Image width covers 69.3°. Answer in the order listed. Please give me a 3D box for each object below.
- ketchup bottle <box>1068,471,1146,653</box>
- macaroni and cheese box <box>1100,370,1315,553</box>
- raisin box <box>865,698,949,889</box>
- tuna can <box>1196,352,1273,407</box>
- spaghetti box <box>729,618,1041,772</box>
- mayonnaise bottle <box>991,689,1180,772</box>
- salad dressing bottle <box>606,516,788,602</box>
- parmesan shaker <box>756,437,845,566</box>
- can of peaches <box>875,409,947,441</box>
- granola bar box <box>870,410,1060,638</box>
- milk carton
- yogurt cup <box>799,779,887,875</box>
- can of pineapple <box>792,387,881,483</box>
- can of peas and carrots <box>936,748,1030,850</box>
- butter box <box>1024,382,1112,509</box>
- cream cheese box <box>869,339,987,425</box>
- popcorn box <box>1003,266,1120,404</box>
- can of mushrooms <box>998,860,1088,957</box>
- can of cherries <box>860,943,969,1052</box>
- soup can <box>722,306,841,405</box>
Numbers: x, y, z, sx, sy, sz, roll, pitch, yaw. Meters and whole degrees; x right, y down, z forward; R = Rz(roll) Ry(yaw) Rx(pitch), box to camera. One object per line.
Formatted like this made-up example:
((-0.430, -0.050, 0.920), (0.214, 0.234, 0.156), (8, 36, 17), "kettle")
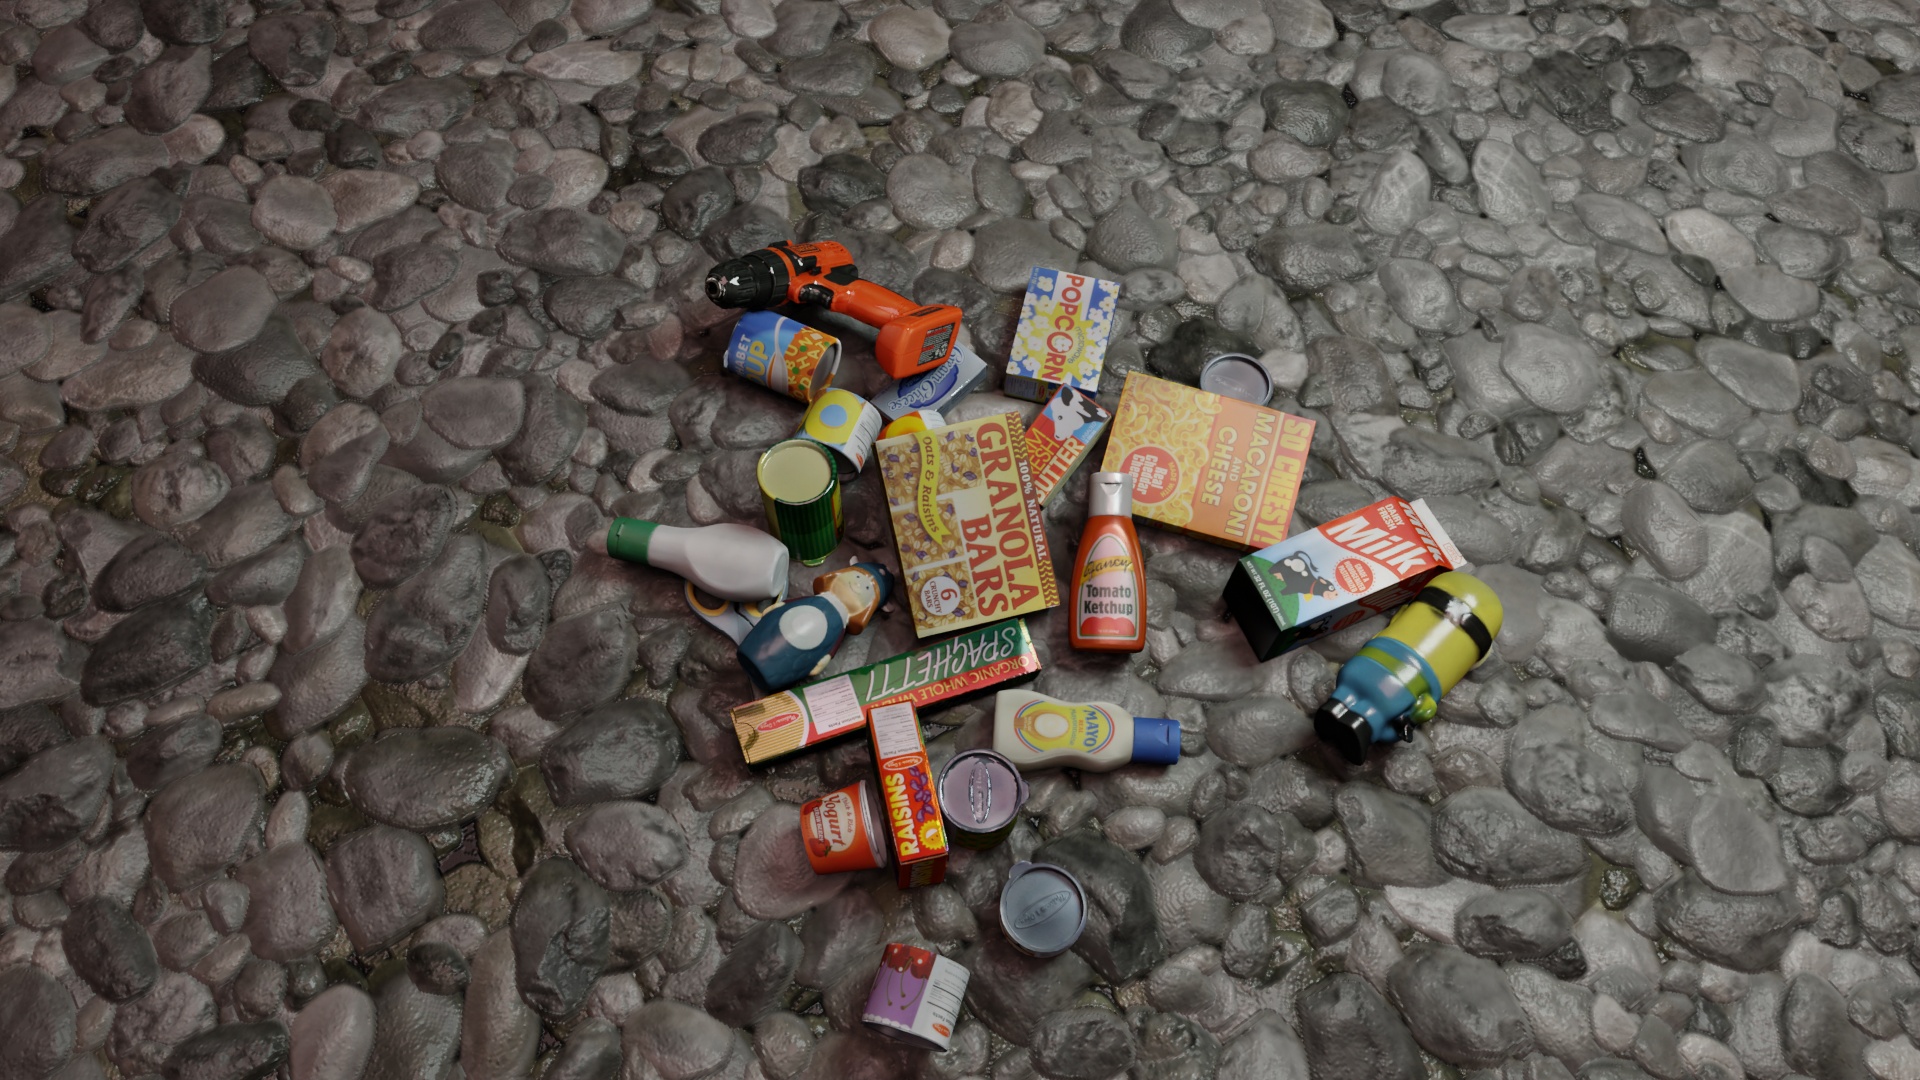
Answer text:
((0.123, 0.019, 1.156), (0.065, 0.043, 0.149), (2, 80, 5), "ketchup bottle")
((0.210, -0.065, 1.206), (0.166, 0.040, 0.124), (16, 82, 6), "macaroni and cheese box")
((-0.041, 0.195, 1.061), (0.040, 0.085, 0.124), (-10, 64, -9), "raisin box")
((0.247, -0.133, 1.261), (0.071, 0.032, 0.071), (0, 63, -1), "tuna can")
((-0.058, 0.123, 1.120), (0.251, 0.028, 0.050), (-17, 68, -13), "spaghetti box")
((0.100, 0.155, 1.109), (0.148, 0.041, 0.065), (4, 62, 1), "mayonnaise bottle")
((-0.219, 0.011, 1.157), (0.148, 0.043, 0.064), (12, 66, 9), "salad dressing bottle")
((-0.131, -0.031, 1.163), (0.071, 0.102, 0.071), (1, 64, -1), "parmesan shaker")
((-0.036, -0.071, 1.206), (0.071, 0.071, 0.058), (-22, 66, -12), "can of peaches")
((0.004, -0.014, 1.151), (0.124, 0.039, 0.165), (-13, 95, -8), "granola bar box")
((0.324, 0.025, 1.161), (0.191, 0.073, 0.072), (-22, 66, -12), "milk carton")
((-0.090, 0.222, 1.061), (0.054, 0.072, 0.072), (-15, 65, 1), "yogurt cup")
((-0.111, -0.092, 1.215), (0.071, 0.070, 0.058), (19, 64, 8), "can of pineapple")
((0.017, 0.201, 1.075), (0.071, 0.058, 0.071), (1, 64, -2), "can of peas and carrots")
((0.082, -0.083, 1.219), (0.053, 0.024, 0.103), (37, 89, 15), "butter box")
((-0.028, -0.138, 1.263), (0.053, 0.024, 0.104), (40, 69, 15), "cream cheese box")
((0.094, -0.187, 1.282), (0.085, 0.038, 0.127), (13, 64, 4), "popcorn box")
((0.061, 0.278, 1.051), (0.071, 0.033, 0.071), (0, 64, -1), "can of mushrooms")
((-0.035, 0.330, 1.006), (0.071, 0.071, 0.058), (16, 64, 7), "can of cherries")
((-0.160, -0.165, 1.249), (0.084, 0.071, 0.071), (24, 66, 10), "soup can")
